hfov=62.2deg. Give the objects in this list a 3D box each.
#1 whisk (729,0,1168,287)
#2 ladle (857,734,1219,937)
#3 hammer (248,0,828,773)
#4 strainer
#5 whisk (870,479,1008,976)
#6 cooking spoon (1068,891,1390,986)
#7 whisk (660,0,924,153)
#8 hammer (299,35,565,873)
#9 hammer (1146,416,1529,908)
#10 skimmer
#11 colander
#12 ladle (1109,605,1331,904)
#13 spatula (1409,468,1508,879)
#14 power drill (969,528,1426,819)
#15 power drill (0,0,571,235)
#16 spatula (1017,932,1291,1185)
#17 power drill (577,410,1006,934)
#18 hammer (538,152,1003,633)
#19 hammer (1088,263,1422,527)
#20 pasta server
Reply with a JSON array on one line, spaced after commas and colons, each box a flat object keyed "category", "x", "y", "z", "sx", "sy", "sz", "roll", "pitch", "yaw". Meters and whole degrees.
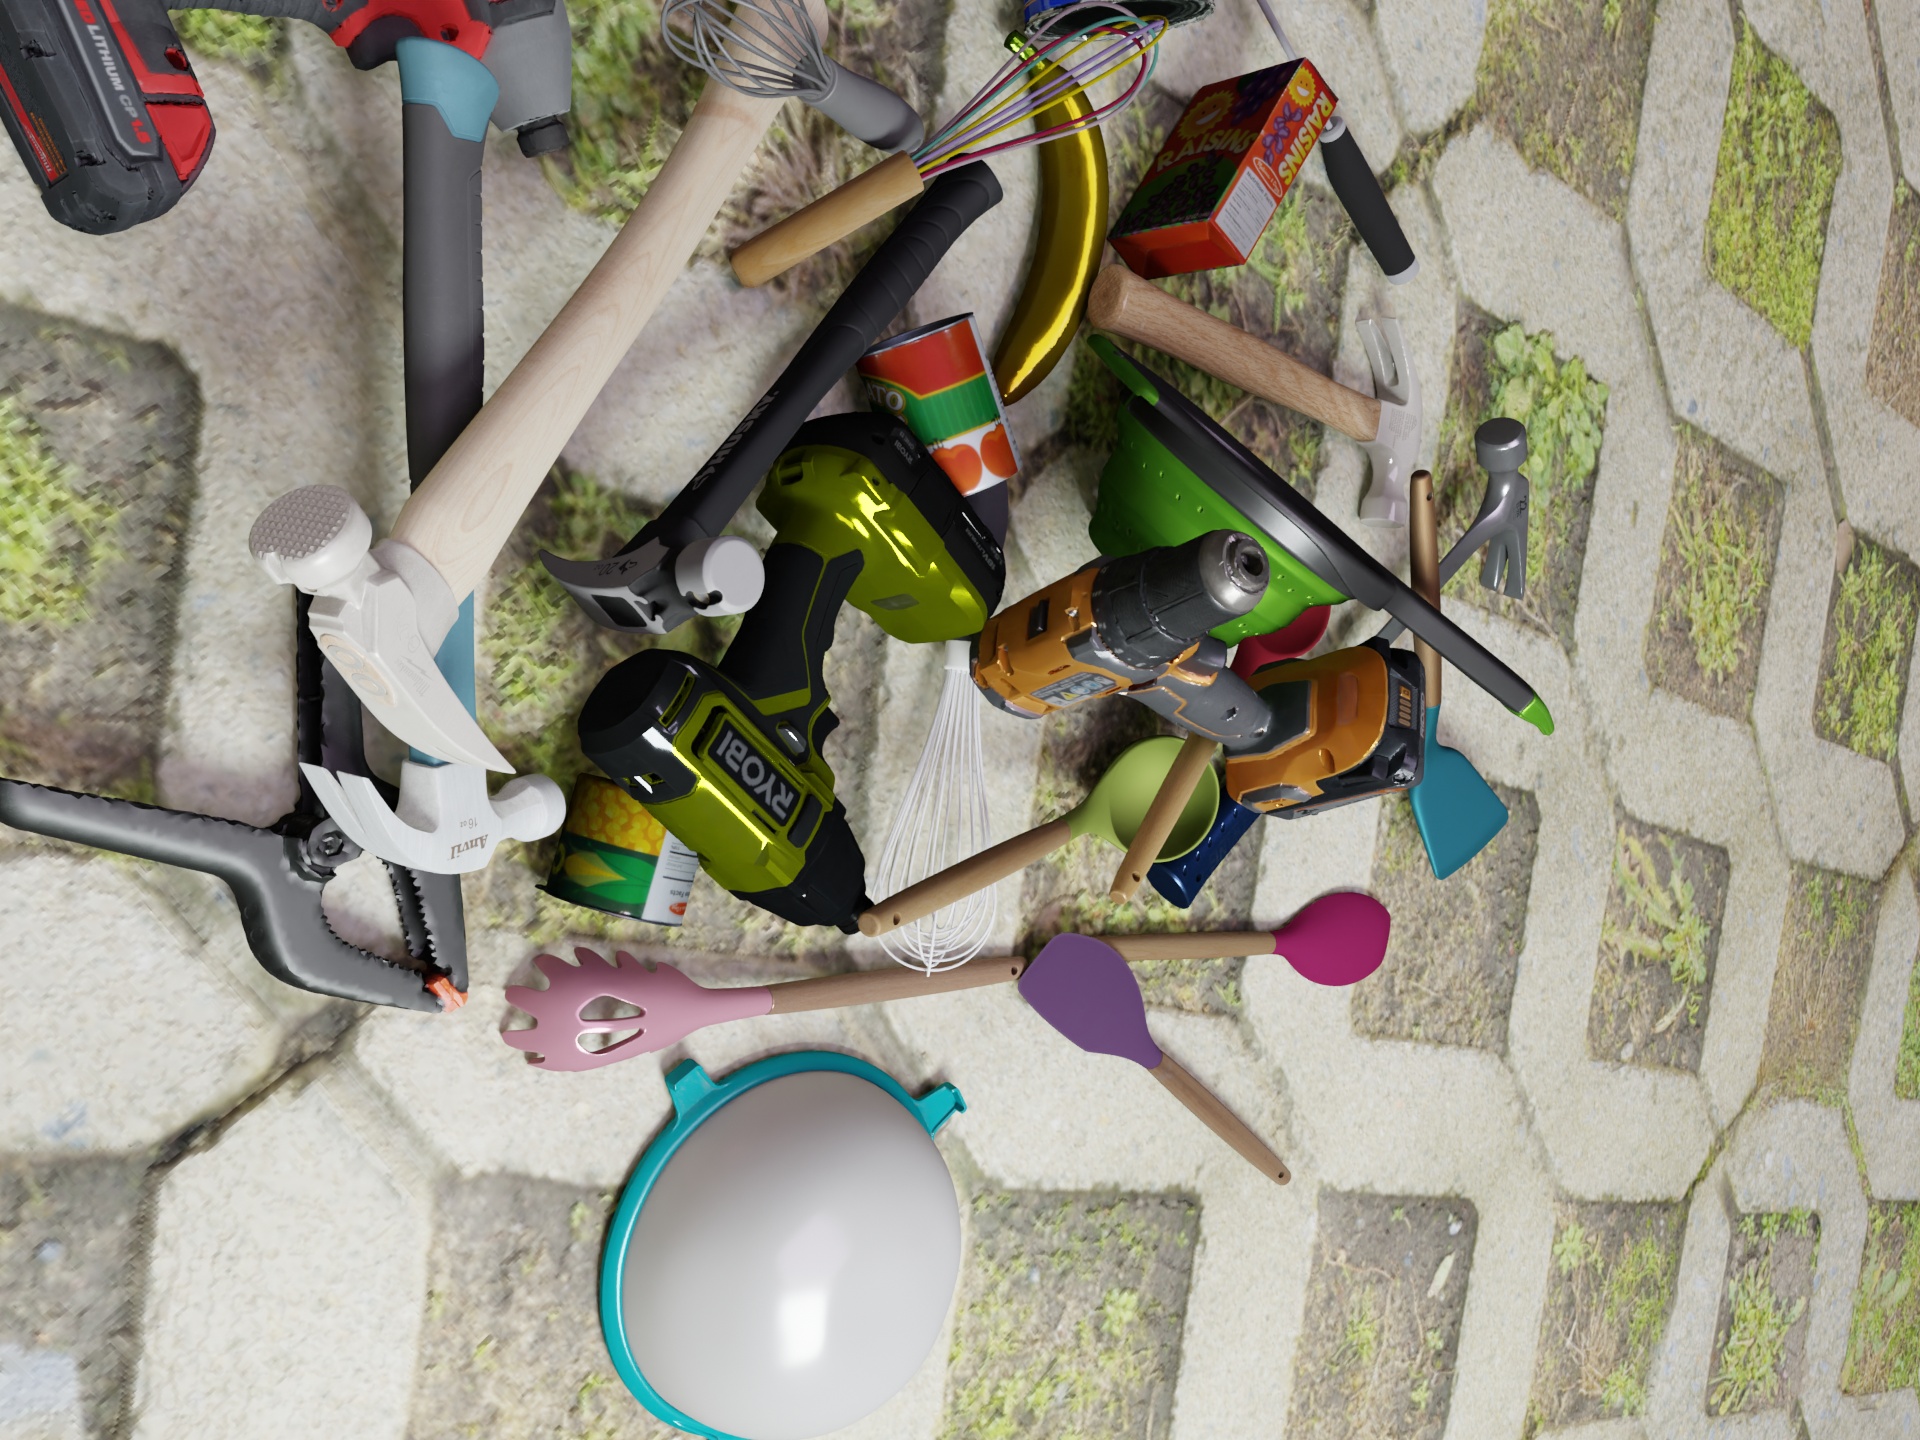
[{"category": "whisk", "x": -0.005, "y": -0.281, "z": 0.780, "sx": 0.245, "sy": 0.047, "sz": 0.051, "roll": -31, "pitch": 156, "yaw": -1}, {"category": "ladle", "x": 0.052, "y": 0.067, "z": 0.855, "sx": 0.320, "sy": 0.062, "sz": 0.078, "roll": -18, "pitch": 108, "yaw": -56}, {"category": "hammer", "x": -0.143, "y": -0.173, "z": 0.678, "sx": 0.146, "sy": 0.038, "sz": 0.411, "roll": 71, "pitch": 35, "yaw": -52}, {"category": "strainer", "x": -0.087, "y": 0.349, "z": 0.824, "sx": 0.210, "sy": 0.095, "sz": 0.340, "roll": 16, "pitch": 86, "yaw": -38}, {"category": "whisk", "x": -0.001, "y": -0.003, "z": 0.866, "sx": 0.070, "sy": 0.070, "sz": 0.284, "roll": 9, "pitch": 87, "yaw": -38}, {"category": "cooking spoon", "x": 0.187, "y": 0.149, "z": 1.055, "sx": 0.318, "sy": 0.017, "sz": 0.069, "roll": 5, "pitch": 96, "yaw": -38}, {"category": "whisk", "x": -0.064, "y": -0.293, "z": 0.718, "sx": 0.239, "sy": 0.055, "sz": 0.055, "roll": -19, "pitch": 111, "yaw": -70}, {"category": "hammer", "x": -0.208, "y": -0.096, "z": 0.643, "sx": 0.128, "sy": 0.033, "sz": 0.331, "roll": -23, "pitch": 121, "yaw": -63}, {"category": "hammer", "x": 0.265, "y": -0.027, "z": 1.066, "sx": 0.405, "sy": 0.035, "sz": 0.143, "roll": -45, "pitch": 137, "yaw": -20}, {"category": "skimmer", "x": 0.224, "y": -0.418, "z": 0.956, "sx": 0.362, "sy": 0.090, "sz": 0.127, "roll": 48, "pitch": 37, "yaw": -35}, {"category": "colander", "x": 0.203, "y": -0.069, "z": 0.943, "sx": 0.396, "sy": 0.205, "sz": 0.094, "roll": 32, "pitch": 108, "yaw": -26}, {"category": "ladle", "x": 0.154, "y": -0.002, "z": 0.949, "sx": 0.069, "sy": 0.031, "sz": 0.315, "roll": 46, "pitch": 49, "yaw": -12}, {"category": "spatula", "x": 0.324, "y": -0.030, "z": 1.066, "sx": 0.082, "sy": 0.044, "sz": 0.317, "roll": -35, "pitch": 132, "yaw": -21}, {"category": "power drill", "x": 0.143, "y": -0.025, "z": 0.819, "sx": 0.226, "sy": 0.185, "sz": 0.084, "roll": 20, "pitch": 65, "yaw": -29}, {"category": "power drill", "x": -0.255, "y": -0.271, "z": 0.619, "sx": 0.219, "sy": 0.079, "sz": 0.143, "roll": -33, "pitch": 116, "yaw": -33}, {"category": "spatula", "x": 0.138, "y": 0.227, "z": 1.021, "sx": 0.060, "sy": 0.018, "sz": 0.315, "roll": -49, "pitch": 126, "yaw": -8}, {"category": "power drill", "x": -0.066, "y": -0.022, "z": 0.758, "sx": 0.171, "sy": 0.080, "sz": 0.223, "roll": 49, "pitch": 51, "yaw": -33}, {"category": "hammer", "x": -0.073, "y": -0.167, "z": 0.762, "sx": 0.035, "sy": 0.146, "sz": 0.335, "roll": 52, "pitch": 54, "yaw": -31}, {"category": "hammer", "x": 0.193, "y": -0.215, "z": 0.978, "sx": 0.331, "sy": 0.031, "sz": 0.130, "roll": 10, "pitch": 88, "yaw": -45}, {"category": "pasta server", "x": -0.086, "y": 0.143, "z": 0.841, "sx": 0.316, "sy": 0.040, "sz": 0.060, "roll": 1, "pitch": 96, "yaw": -42}]
